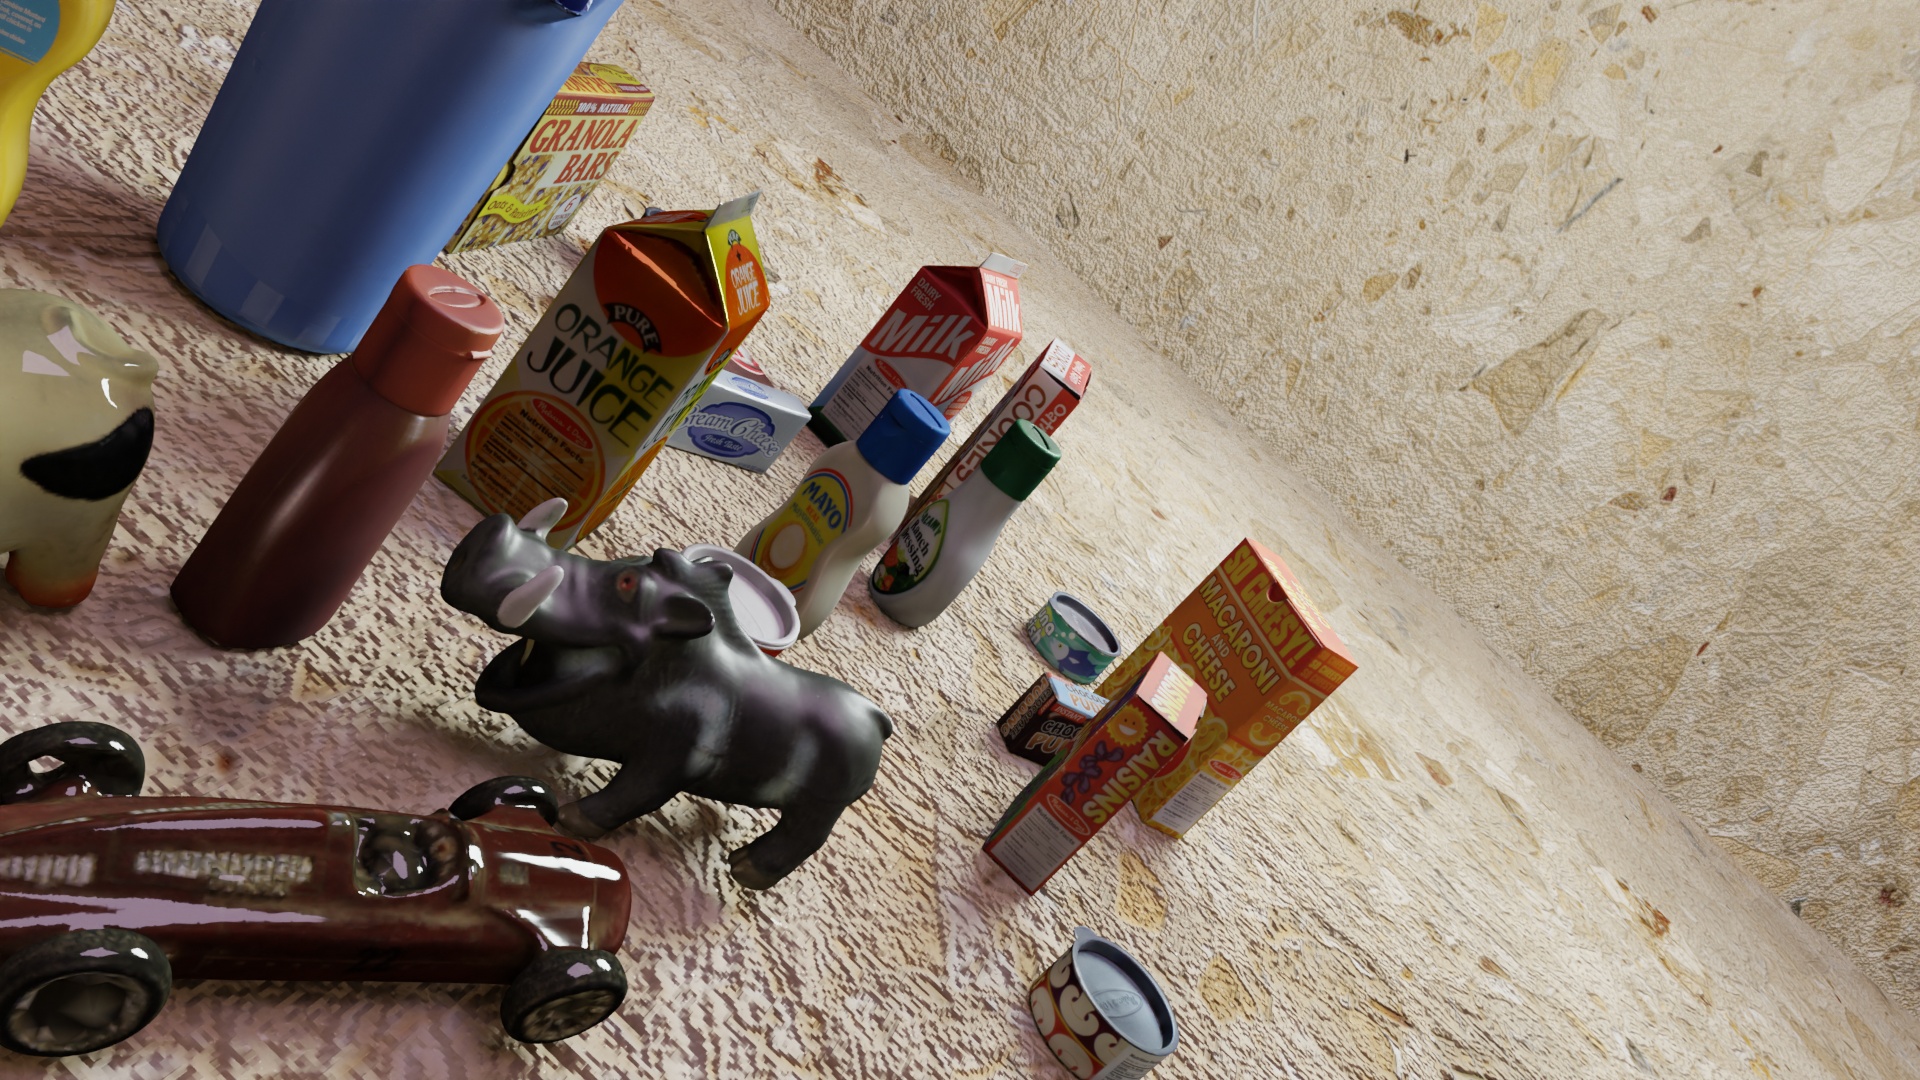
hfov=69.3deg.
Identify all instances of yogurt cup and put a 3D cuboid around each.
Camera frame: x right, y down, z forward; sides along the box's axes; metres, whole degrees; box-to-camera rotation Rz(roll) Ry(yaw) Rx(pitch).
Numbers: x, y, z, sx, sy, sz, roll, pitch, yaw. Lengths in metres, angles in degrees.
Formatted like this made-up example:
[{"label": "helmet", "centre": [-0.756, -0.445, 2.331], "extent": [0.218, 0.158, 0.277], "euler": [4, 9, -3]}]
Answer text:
[{"label": "yogurt cup", "centre": [-0.119, 0.043, 0.659], "extent": [0.072, 0.053, 0.073], "euler": [36, 19, -14]}]

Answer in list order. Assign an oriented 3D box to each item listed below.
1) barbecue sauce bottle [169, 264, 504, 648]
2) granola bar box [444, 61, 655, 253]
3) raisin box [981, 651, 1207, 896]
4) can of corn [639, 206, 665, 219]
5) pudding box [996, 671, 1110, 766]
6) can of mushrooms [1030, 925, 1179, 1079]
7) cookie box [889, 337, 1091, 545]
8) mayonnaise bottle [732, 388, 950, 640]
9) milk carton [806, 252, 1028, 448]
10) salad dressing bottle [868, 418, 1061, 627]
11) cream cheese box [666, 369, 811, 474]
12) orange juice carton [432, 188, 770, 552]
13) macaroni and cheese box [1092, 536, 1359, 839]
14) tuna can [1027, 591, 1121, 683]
[{"label": "barbecue sauce bottle", "centre": [-0.213, -0.028, 0.486], "extent": [0.044, 0.148, 0.065], "euler": [43, 18, 6]}, {"label": "granola bar box", "centre": [-0.275, -0.252, 0.907], "extent": [0.039, 0.124, 0.166], "euler": [40, 18, -4]}, {"label": "raisin box", "centre": [0.074, 0.123, 0.745], "extent": [0.040, 0.123, 0.086], "euler": [43, 18, 6]}, {"label": "can of corn", "centre": [-0.214, -0.195, 1.000], "extent": [0.071, 0.058, 0.071], "euler": [36, 19, -14]}, {"label": "pudding box", "centre": [0.070, 0.118, 0.864], "extent": [0.083, 0.049, 0.030], "euler": [28, 22, -34]}, {"label": "can of mushrooms", "centre": [0.066, 0.220, 0.653], "extent": [0.071, 0.033, 0.071], "euler": [36, 19, -14]}, {"label": "cookie box", "centre": [0.025, -0.063, 0.999], "extent": [0.040, 0.167, 0.123], "euler": [40, 18, -5]}, {"label": "mayonnaise bottle", "centre": [-0.065, -0.016, 0.749], "extent": [0.065, 0.147, 0.041], "euler": [50, 20, 26]}, {"label": "milk carton", "centre": [-0.023, -0.136, 1.032], "extent": [0.073, 0.190, 0.072], "euler": [46, 19, 15]}, {"label": "salad dressing bottle", "centre": [0.003, -0.011, 0.870], "extent": [0.044, 0.147, 0.064], "euler": [29, 22, -32]}, {"label": "cream cheese box", "centre": [-0.148, -0.077, 0.872], "extent": [0.104, 0.053, 0.024], "euler": [17, 30, -51]}, {"label": "orange juice carton", "centre": [-0.158, -0.088, 0.659], "extent": [0.073, 0.192, 0.072], "euler": [39, 18, -5]}, {"label": "macaroni and cheese box", "centre": [0.168, 0.096, 0.921], "extent": [0.040, 0.166, 0.124], "euler": [30, 21, -31]}, {"label": "tuna can", "centre": [0.081, 0.071, 1.019], "extent": [0.071, 0.032, 0.071], "euler": [36, 19, -14]}]
